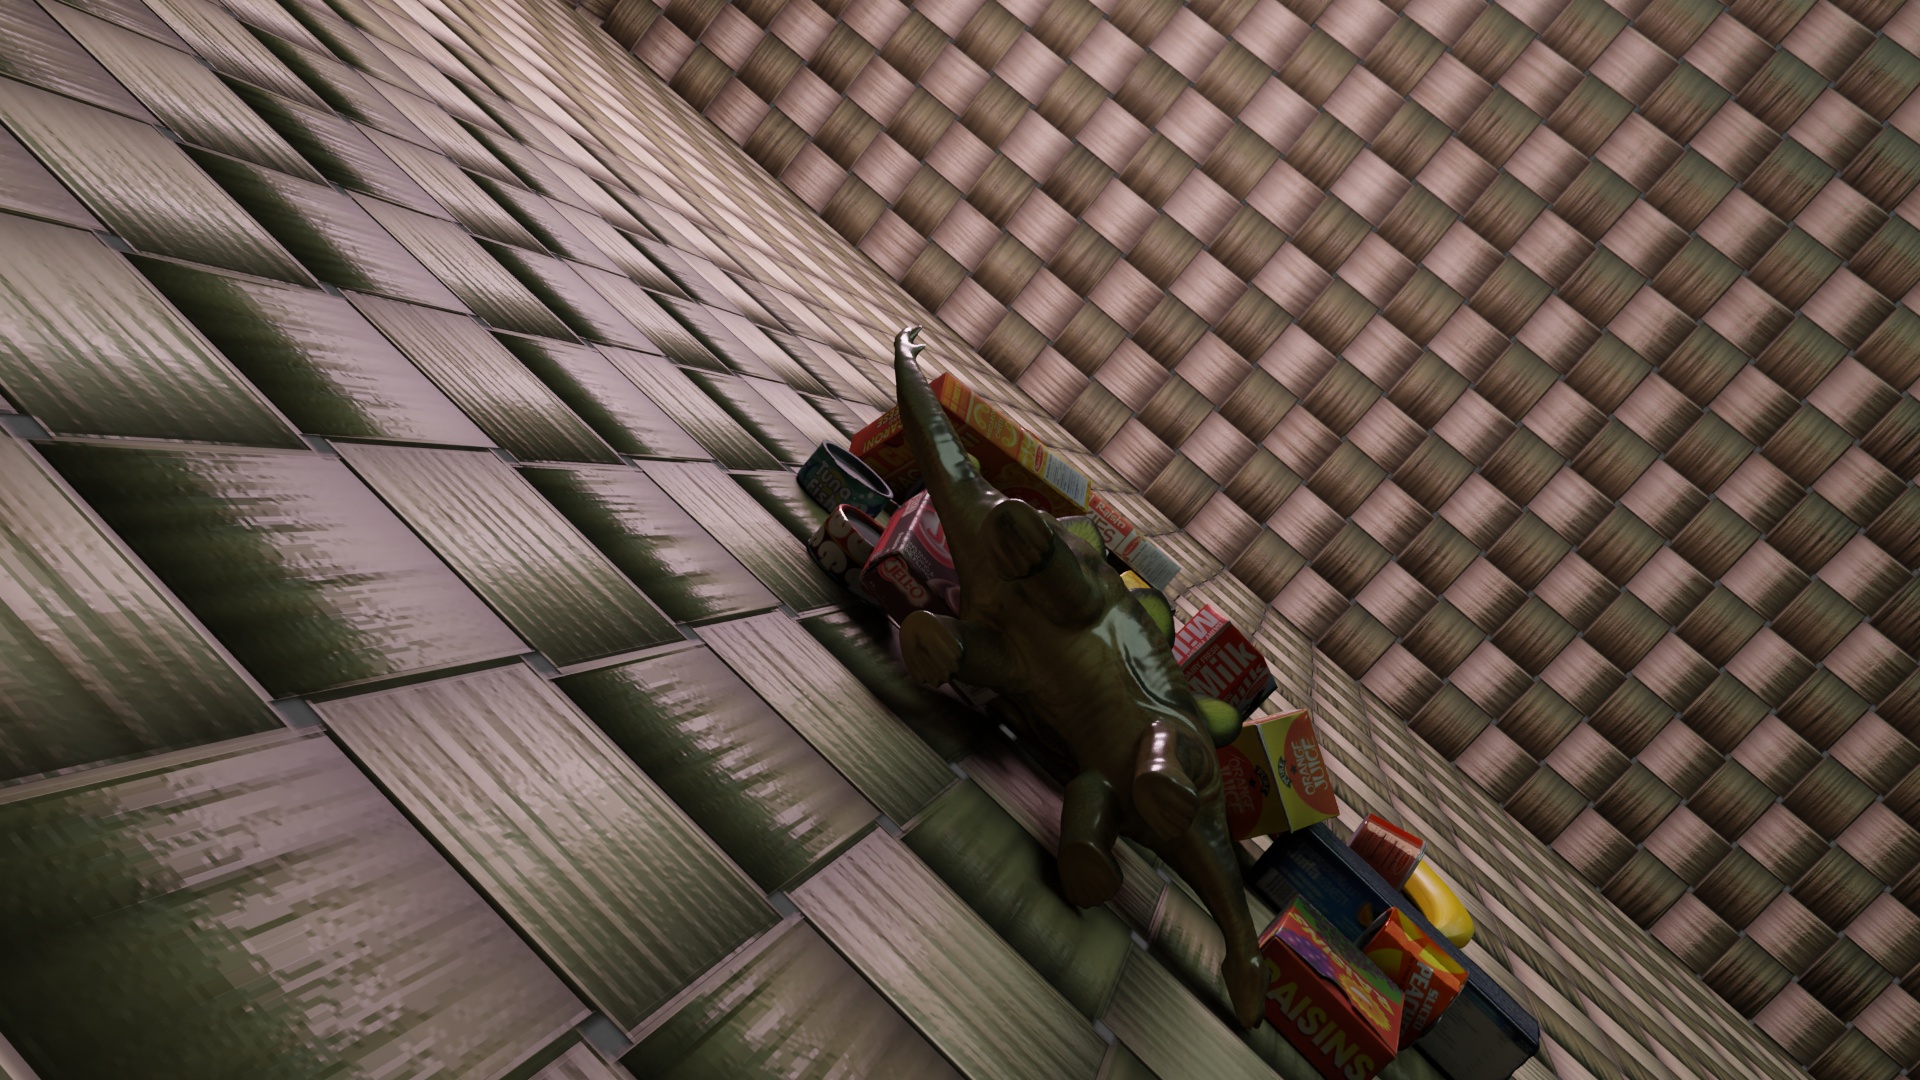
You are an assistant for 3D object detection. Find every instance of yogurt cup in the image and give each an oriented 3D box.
[{"bbox_3d":[0.360,0.273,1.196,0.054,0.072,0.072,35,8,16],"label":"yogurt cup"}]

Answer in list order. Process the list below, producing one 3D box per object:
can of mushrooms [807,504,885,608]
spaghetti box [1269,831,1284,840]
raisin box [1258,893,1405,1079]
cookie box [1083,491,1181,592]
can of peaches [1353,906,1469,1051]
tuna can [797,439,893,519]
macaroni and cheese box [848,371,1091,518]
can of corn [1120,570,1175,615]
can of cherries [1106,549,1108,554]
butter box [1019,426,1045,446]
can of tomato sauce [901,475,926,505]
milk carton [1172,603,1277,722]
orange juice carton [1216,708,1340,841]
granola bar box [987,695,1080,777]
[{"bbox_3d":[-0.063,0.008,0.884,0.071,0.033,0.071,38,11,-9],"label":"can of mushrooms"},{"bbox_3d":[0.237,0.200,1.155,0.251,0.028,0.050,45,11,26],"label":"spaghetti box"},{"bbox_3d":[0.206,0.254,0.788,0.086,0.040,0.123,44,12,17],"label":"raisin box"},{"bbox_3d":[0.132,0.006,1.408,0.167,0.040,0.122,41,-22,7],"label":"cookie box"},{"bbox_3d":[0.272,0.273,0.866,0.058,0.071,0.071,43,10,16],"label":"can of peaches"},{"bbox_3d":[-0.085,-0.040,1.011,0.071,0.032,0.071,39,10,-8],"label":"tuna can"},{"bbox_3d":[0.007,-0.055,1.156,0.166,0.123,0.040,34,46,-27],"label":"macaroni and cheese box"},{"bbox_3d":[0.163,0.071,1.327,0.058,0.071,0.071,43,10,17],"label":"can of corn"},{"bbox_3d":[0.098,0.015,1.334,0.058,0.071,0.071,46,10,-3],"label":"can of cherries"},{"bbox_3d":[0.044,-0.056,1.338,0.024,0.103,0.053,30,15,-42],"label":"butter box"},{"bbox_3d":[0.004,-0.014,1.118,0.083,0.071,0.071,35,11,-30],"label":"can of tomato sauce"},{"bbox_3d":[0.234,0.118,1.280,0.073,0.072,0.190,45,1,24],"label":"milk carton"},{"bbox_3d":[0.208,0.159,0.951,0.192,0.073,0.072,40,34,-79],"label":"orange juice carton"},{"bbox_3d":[0.093,0.128,0.919,0.165,0.039,0.124,40,10,-4],"label":"granola bar box"}]
